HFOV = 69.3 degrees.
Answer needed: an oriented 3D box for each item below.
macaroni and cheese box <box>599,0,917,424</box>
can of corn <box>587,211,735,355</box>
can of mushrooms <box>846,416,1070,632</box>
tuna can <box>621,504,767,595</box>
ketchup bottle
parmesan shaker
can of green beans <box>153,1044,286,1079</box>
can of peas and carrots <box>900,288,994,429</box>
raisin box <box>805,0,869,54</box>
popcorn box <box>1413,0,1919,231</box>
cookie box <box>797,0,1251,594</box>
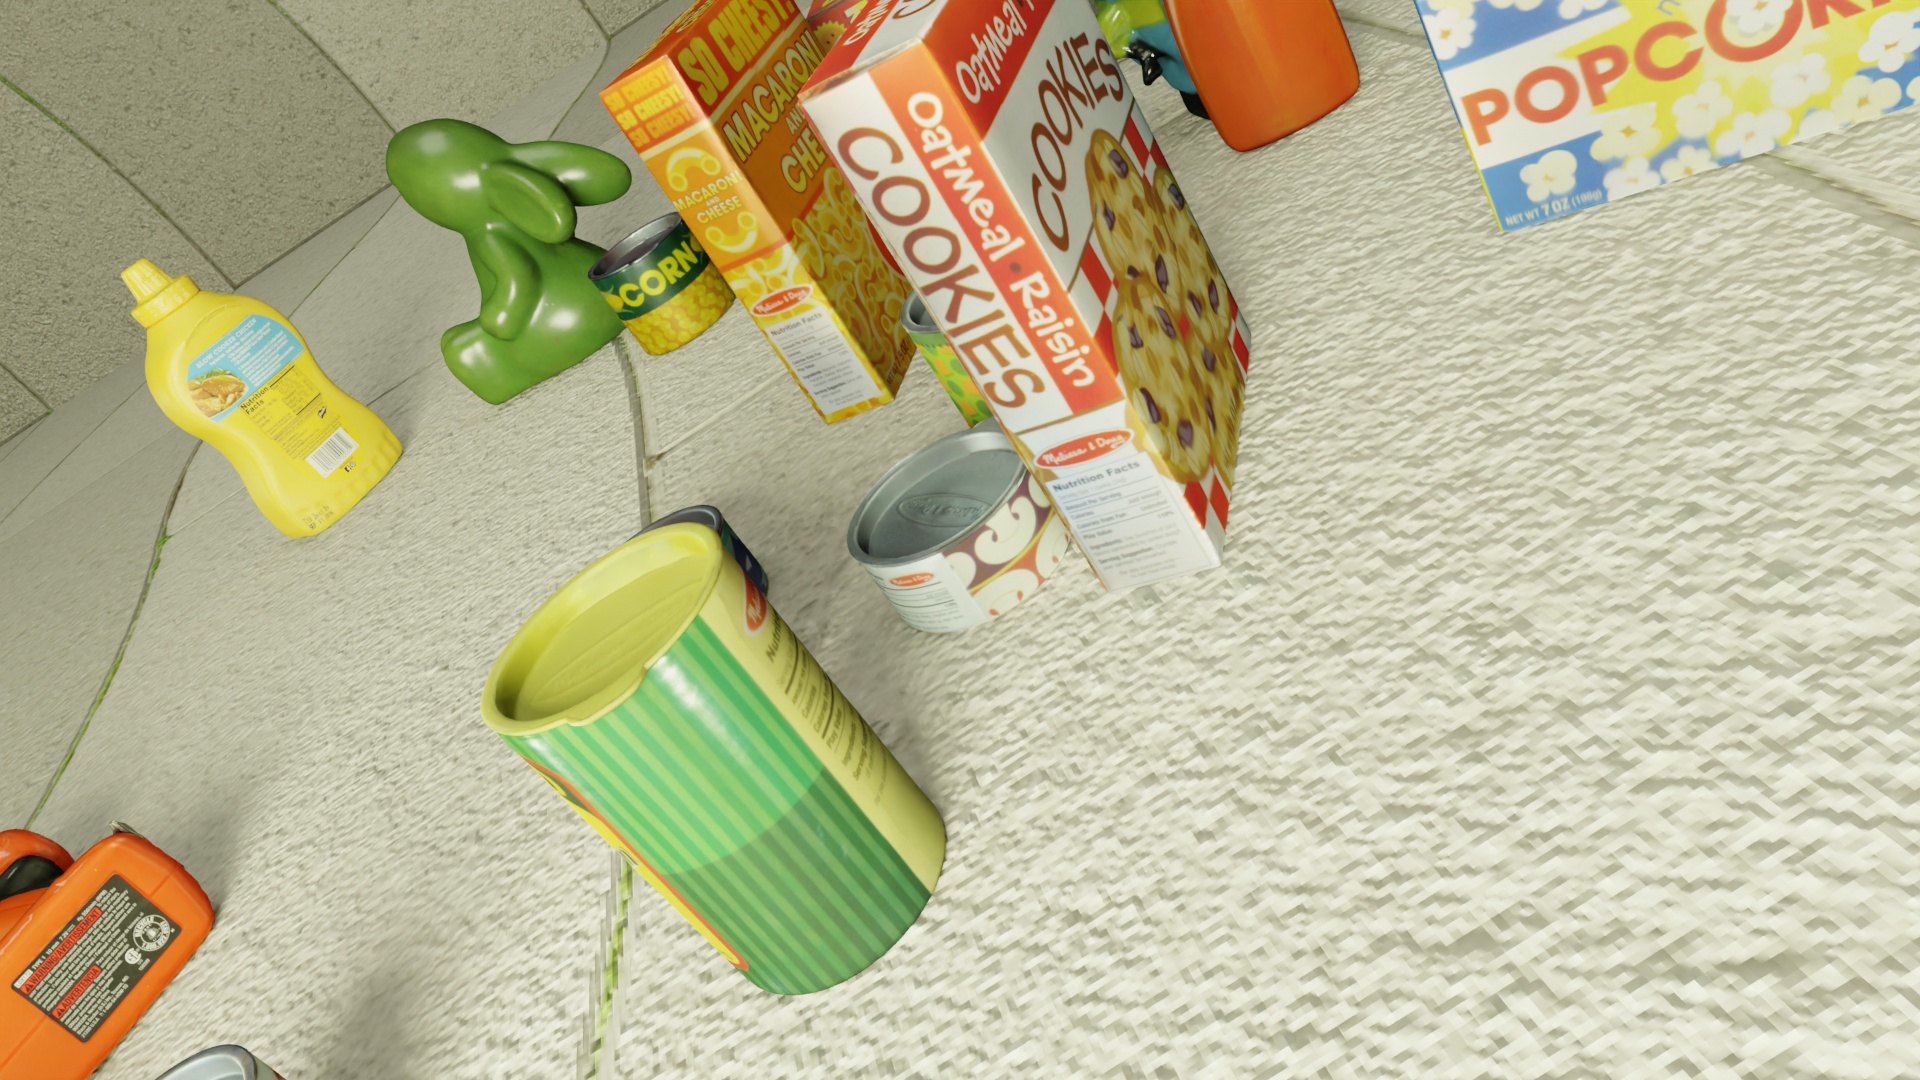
[{"bbox_3d":[-0.072,-0.153,0.606,0.040,0.166,0.124,-18,32,27],"label":"macaroni and cheese box"},{"bbox_3d":[-0.175,-0.151,0.821,0.071,0.058,0.071,-25,30,16],"label":"can of corn"},{"bbox_3d":[0.002,-0.006,0.445,0.071,0.033,0.071,-25,30,16],"label":"can of mushrooms"},{"bbox_3d":[-0.107,0.021,0.516,0.071,0.032,0.071,-25,30,16],"label":"tuna can"},{"bbox_3d":[0.109,-0.238,0.568,0.064,0.148,0.044,-25,30,16],"label":"ketchup bottle"},{"bbox_3d":[-0.056,0.056,0.338,0.071,0.102,0.072,-25,30,16],"label":"parmesan shaker"},{"bbox_3d":[-0.180,0.169,0.340,0.071,0.057,0.071,-25,30,16],"label":"can of green beans"},{"bbox_3d":[0.019,-0.074,0.504,0.071,0.058,0.071,-25,30,16],"label":"can of peas and carrots"},{"bbox_3d":[-0.033,-0.245,0.752,0.040,0.123,0.086,-25,30,17],"label":"raisin box"},{"bbox_3d":[0.207,-0.151,0.402,0.126,0.085,0.038,-14,34,32],"label":"popcorn box"},{"bbox_3d":[0.030,-0.087,0.402,0.040,0.167,0.123,-17,33,29],"label":"cookie box"}]
